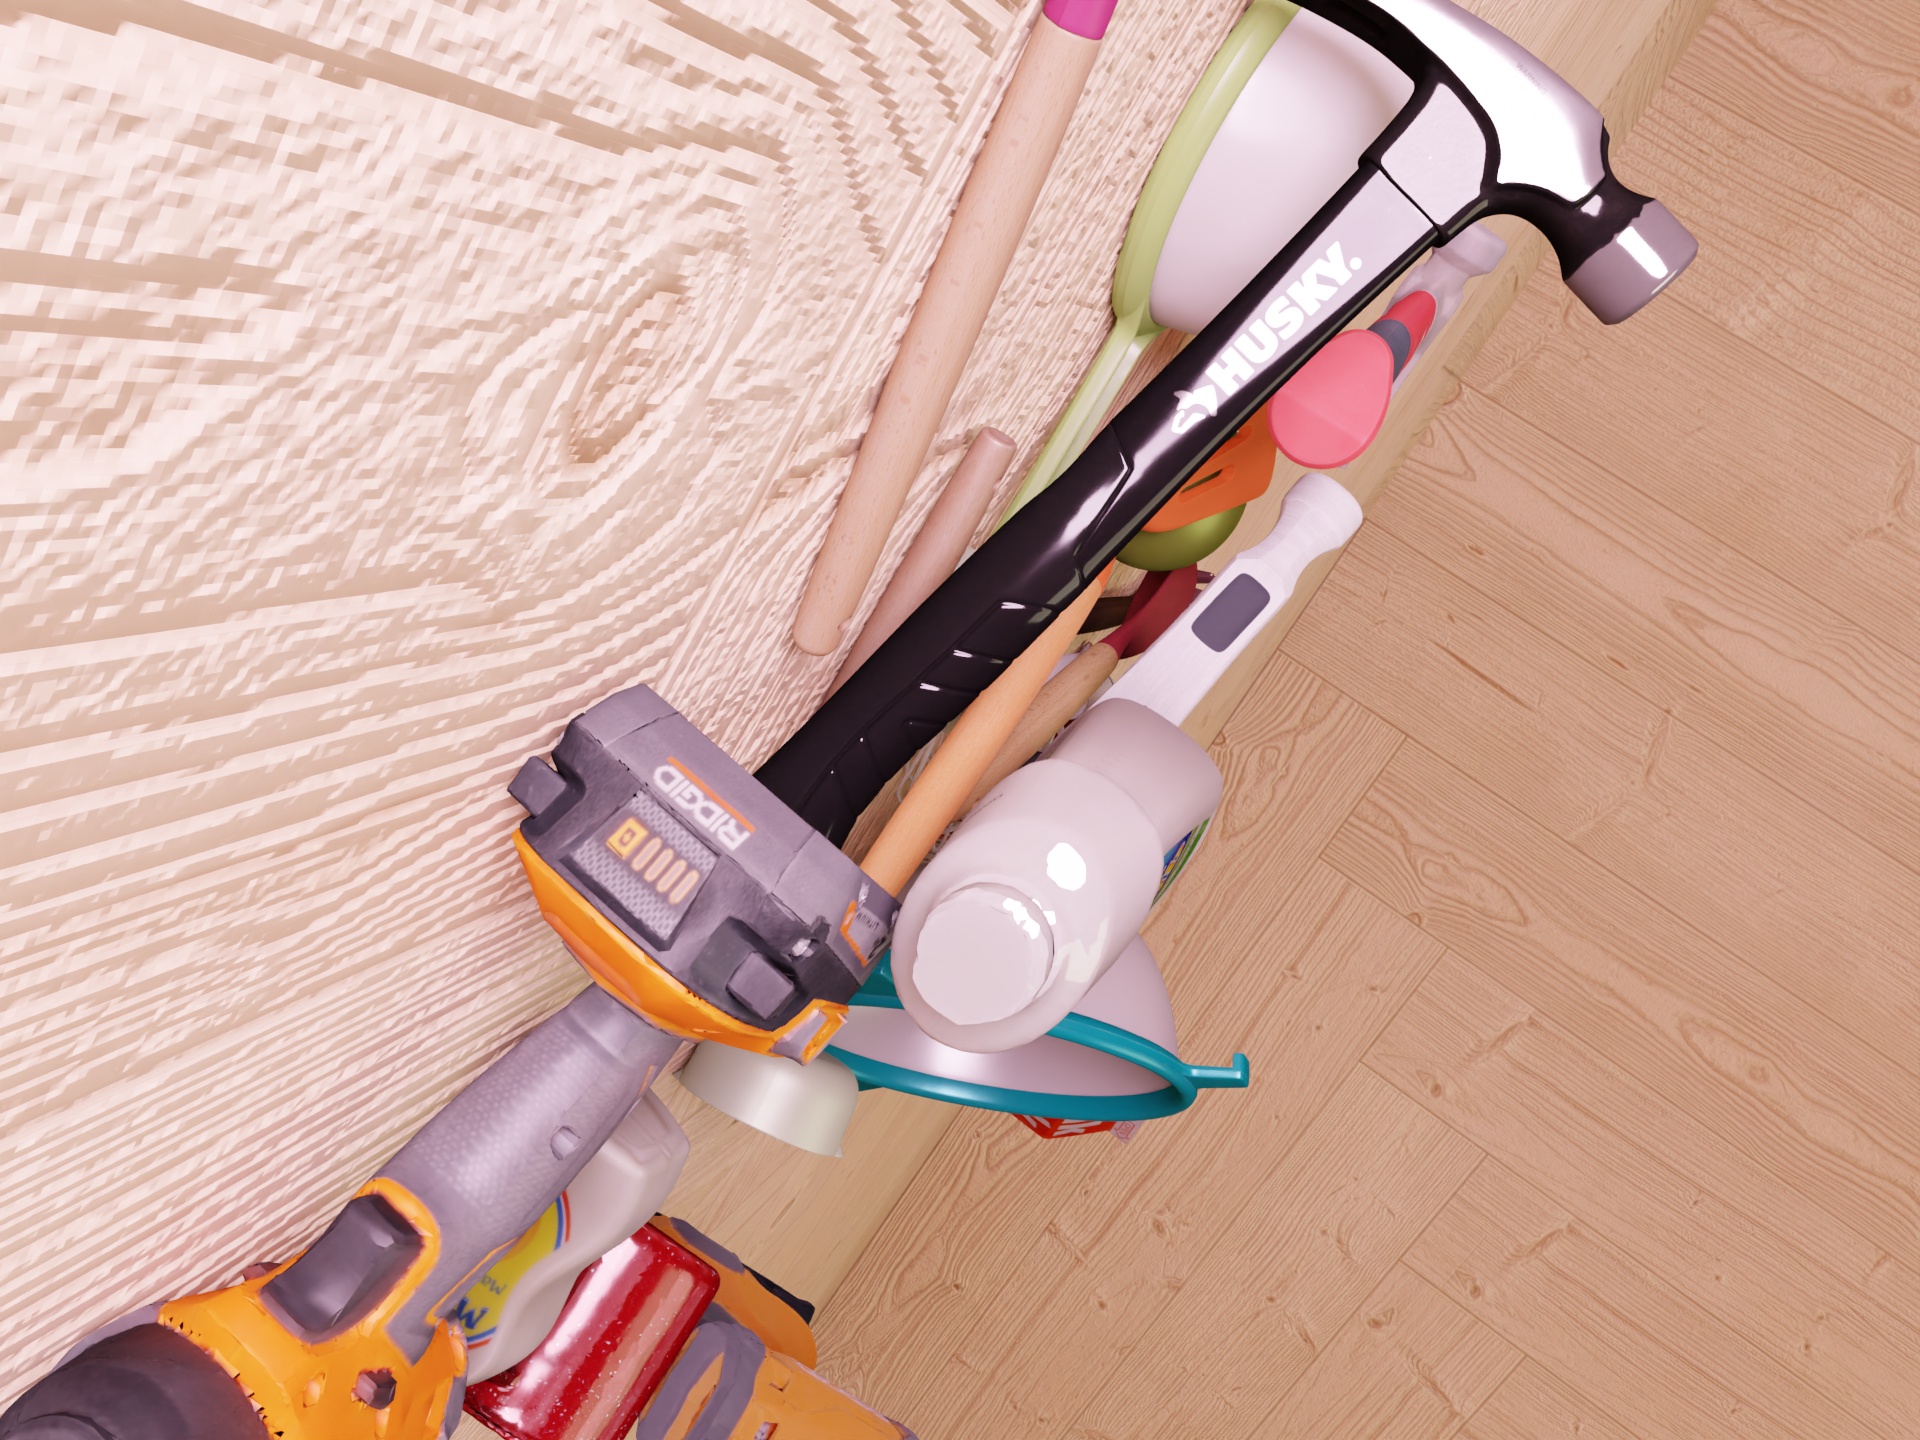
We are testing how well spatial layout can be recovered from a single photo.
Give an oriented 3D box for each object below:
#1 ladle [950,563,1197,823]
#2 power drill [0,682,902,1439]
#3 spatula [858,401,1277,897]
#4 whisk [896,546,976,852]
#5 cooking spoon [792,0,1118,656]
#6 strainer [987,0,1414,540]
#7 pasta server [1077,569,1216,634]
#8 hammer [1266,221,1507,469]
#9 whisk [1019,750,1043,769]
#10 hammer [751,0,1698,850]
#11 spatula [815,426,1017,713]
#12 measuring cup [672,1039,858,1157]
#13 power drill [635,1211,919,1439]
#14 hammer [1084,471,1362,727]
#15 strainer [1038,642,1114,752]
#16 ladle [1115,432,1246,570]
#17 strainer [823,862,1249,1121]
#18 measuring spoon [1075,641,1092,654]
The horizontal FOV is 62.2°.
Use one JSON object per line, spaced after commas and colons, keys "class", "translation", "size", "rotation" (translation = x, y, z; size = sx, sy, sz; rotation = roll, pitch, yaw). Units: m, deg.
{"class": "ladle", "translation": [0.053, -0.021, 0.685], "size": [0.069, 0.031, 0.315], "rotation": [-61, 170, 28]}
{"class": "power drill", "translation": [-0.118, 0.103, 0.375], "size": [0.226, 0.084, 0.164], "rotation": [-49, 168, -6]}
{"class": "spatula", "translation": [0.044, -0.034, 0.583], "size": [0.323, 0.041, 0.081], "rotation": [-55, 150, -38]}
{"class": "whisk", "translation": [-0.001, -0.002, 0.641], "size": [0.059, 0.058, 0.246], "rotation": [-20, 157, -9]}
{"class": "cooking spoon", "translation": [0.015, -0.136, 0.369], "size": [0.069, 0.017, 0.318], "rotation": [-39, 161, -52]}
{"class": "strainer", "translation": [0.093, -0.140, 0.552], "size": [0.256, 0.069, 0.151], "rotation": [-58, 169, 11]}
{"class": "pasta server", "translation": [0.094, -0.059, 0.891], "size": [0.060, 0.040, 0.316], "rotation": [-70, 165, 12]}
{"class": "hammer", "translation": [0.173, -0.145, 0.691], "size": [0.143, 0.038, 0.386], "rotation": [-58, 173, 27]}
{"class": "whisk", "translation": [0.055, 0.054, 0.767], "size": [0.070, 0.070, 0.284], "rotation": [-54, 162, -3]}
{"class": "hammer", "translation": [0.038, -0.069, 0.469], "size": [0.335, 0.146, 0.035], "rotation": [-44, -178, 10]}
{"class": "spatula", "translation": [-0.062, 0.034, 0.559], "size": [0.315, 0.018, 0.060], "rotation": [-59, 169, 25]}
{"class": "measuring cup", "translation": [-0.082, 0.161, 0.741], "size": [0.167, 0.083, 0.038], "rotation": [106, 10, -84]}
{"class": "power drill", "translation": [-0.076, 0.306, 0.696], "size": [0.084, 0.185, 0.226], "rotation": [-56, -159, -17]}
{"class": "hammer", "translation": [0.095, -0.013, 0.753], "size": [0.128, 0.033, 0.331], "rotation": [-47, 175, -10]}
{"class": "strainer", "translation": [0.055, -0.009, 0.850], "size": [0.087, 0.050, 0.258], "rotation": [-67, 169, 11]}
{"class": "ladle", "translation": [0.149, -0.173, 0.799], "size": [0.320, 0.062, 0.078], "rotation": [-54, 171, -43]}
{"class": "strainer", "translation": [-0.014, 0.139, 0.816], "size": [0.340, 0.211, 0.095], "rotation": [-34, -139, 60]}
{"class": "measuring spoon", "translation": [0.044, 0.000, 0.921], "size": [0.117, 0.011, 0.021], "rotation": [-51, 169, -16]}
